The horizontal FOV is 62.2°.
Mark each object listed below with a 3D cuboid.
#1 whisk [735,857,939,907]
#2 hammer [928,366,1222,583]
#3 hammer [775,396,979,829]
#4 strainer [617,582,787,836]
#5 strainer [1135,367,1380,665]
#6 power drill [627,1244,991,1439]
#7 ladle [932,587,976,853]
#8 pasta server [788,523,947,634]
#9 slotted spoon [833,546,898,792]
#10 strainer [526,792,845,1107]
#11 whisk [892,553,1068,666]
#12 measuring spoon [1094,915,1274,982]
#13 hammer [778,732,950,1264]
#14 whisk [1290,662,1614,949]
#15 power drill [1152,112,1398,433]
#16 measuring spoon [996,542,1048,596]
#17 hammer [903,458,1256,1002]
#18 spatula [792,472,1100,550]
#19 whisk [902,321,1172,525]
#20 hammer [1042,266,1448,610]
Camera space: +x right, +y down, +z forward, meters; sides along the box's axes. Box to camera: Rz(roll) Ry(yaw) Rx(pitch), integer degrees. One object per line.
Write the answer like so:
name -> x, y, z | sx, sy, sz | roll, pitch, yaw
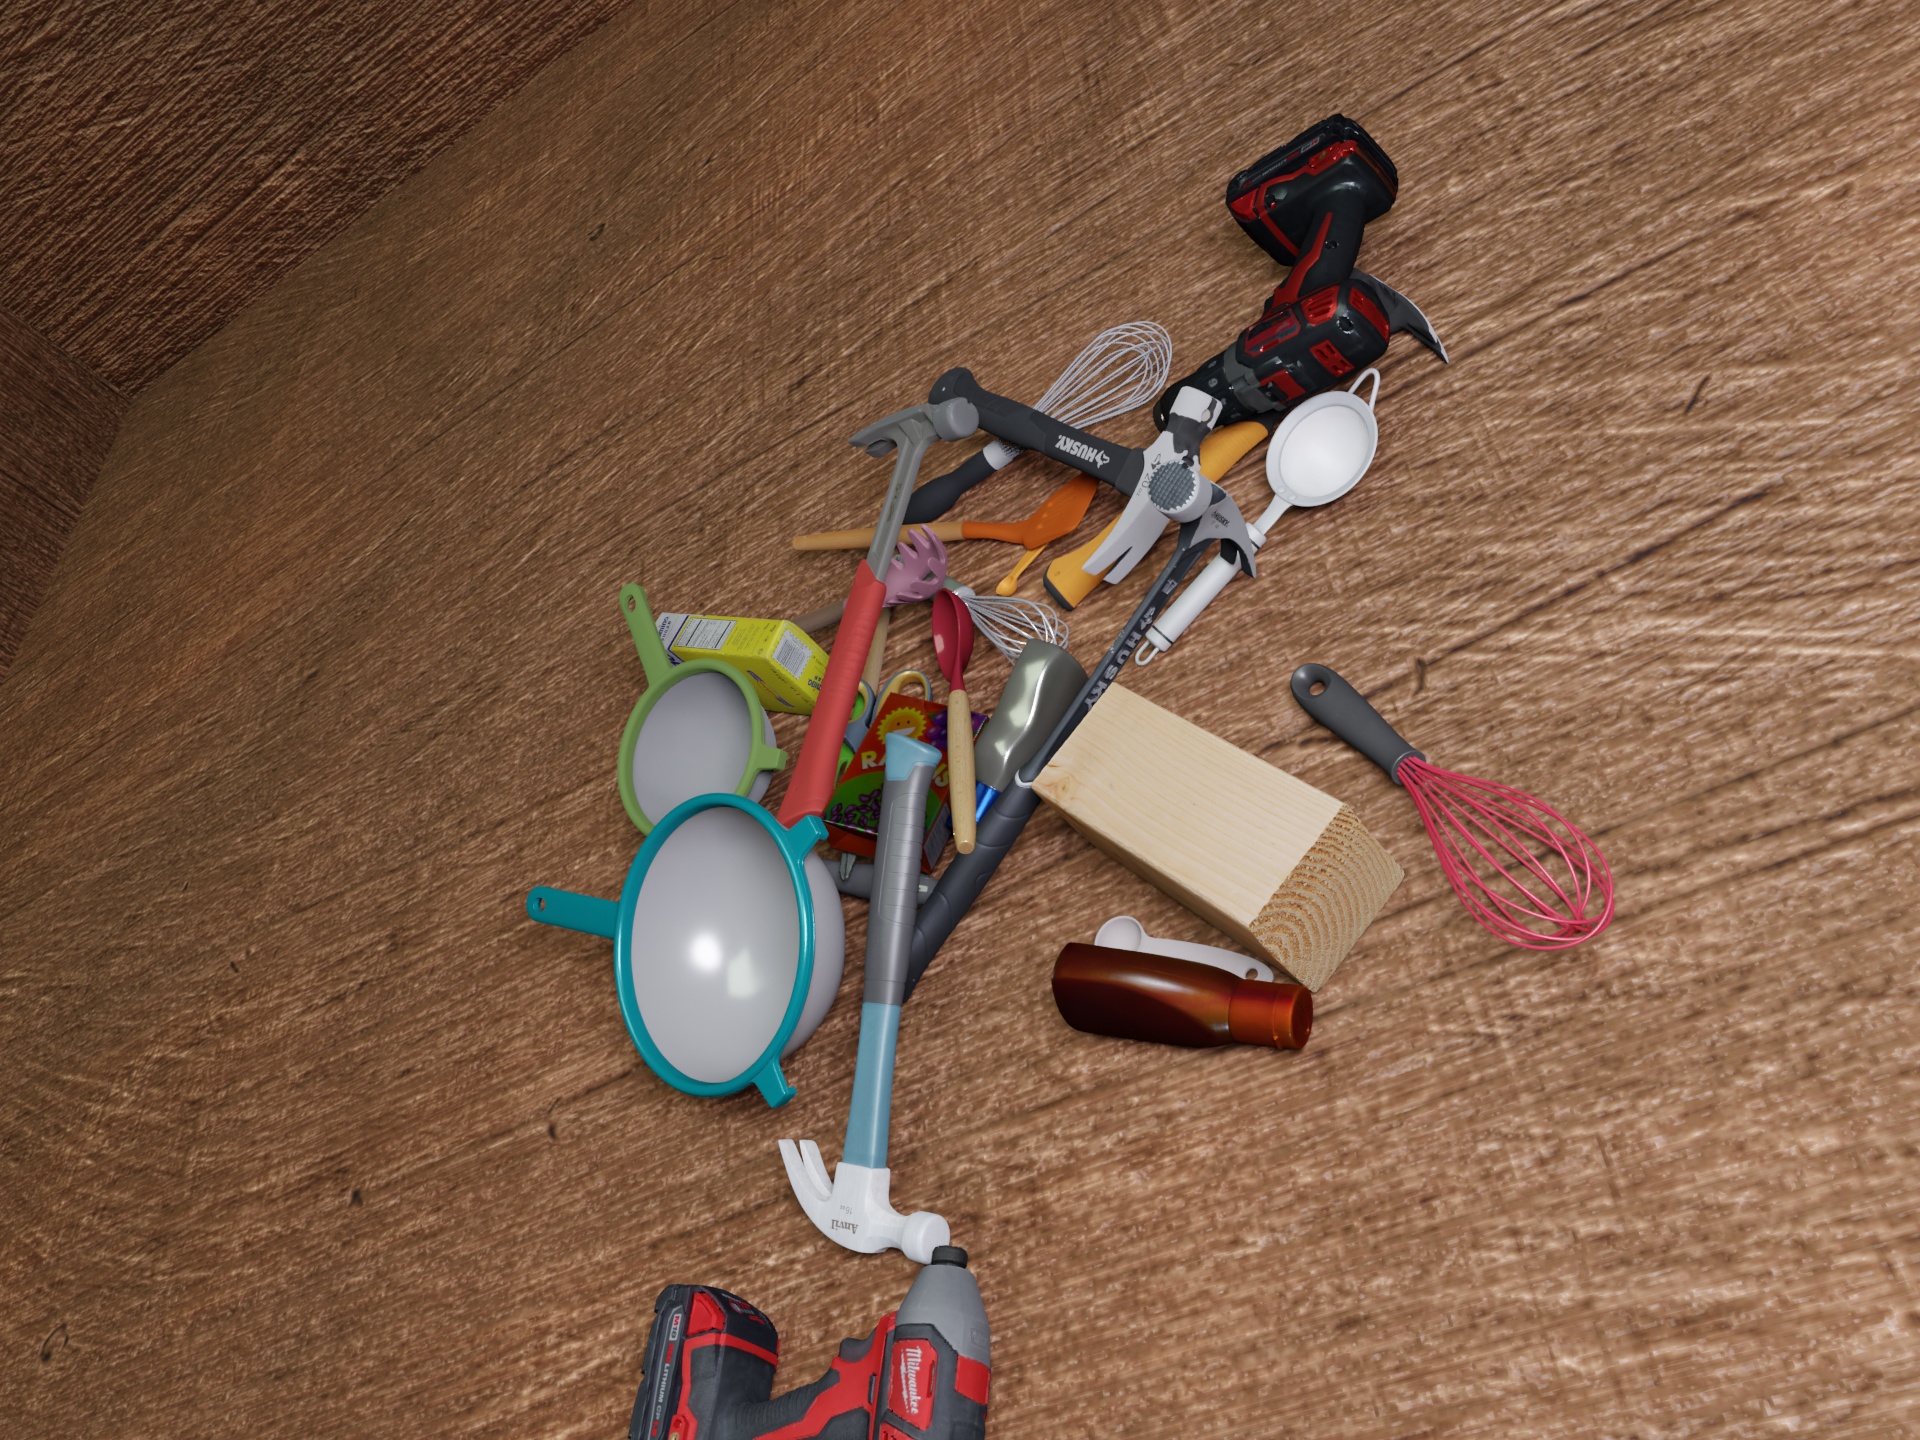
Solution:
whisk -> -0.105, 0.116, 1.196 | 0.239, 0.055, 0.055 | 5, 62, 38
hammer -> 0.064, -0.217, 1.239 | 0.335, 0.035, 0.146 | 36, 104, 52
hammer -> -0.082, -0.079, 1.231 | 0.149, 0.036, 0.359 | -7, 62, 53
strainer -> -0.219, -0.009, 1.302 | 0.151, 0.069, 0.257 | -39, 56, 19
strainer -> 0.212, -0.136, 1.122 | 0.258, 0.050, 0.087 | -48, 47, 8
power drill -> -0.081, 0.385, 0.932 | 0.220, 0.078, 0.143 | -14, 51, 29
ladle -> -0.002, -0.004, 1.099 | 0.031, 0.069, 0.316 | 3, 31, -4
pasta server -> -0.116, -0.092, 1.343 | 0.316, 0.040, 0.060 | -17, 55, 44
slotted spoon -> -0.077, -0.039, 1.307 | 0.070, 0.031, 0.314 | -9, 50, 20
strainer -> -0.196, 0.158, 1.185 | 0.340, 0.095, 0.211 | 3, 85, 44
whisk -> 0.007, -0.092, 1.264 | 0.058, 0.059, 0.247 | -20, 29, -25
measuring spoon -> 0.138, 0.148, 0.979 | 0.124, 0.018, 0.034 | 9, 64, 38
hammer -> -0.048, 0.170, 1.032 | 0.128, 0.033, 0.331 | -3, 75, 39
whisk -> 0.269, 0.037, 0.920 | 0.073, 0.073, 0.296 | -43, 34, 6
power drill -> 0.231, -0.315, 1.170 | 0.188, 0.080, 0.227 | -21, 44, 44
measuring spoon -> 0.070, -0.142, 1.276 | 0.117, 0.011, 0.021 | -49, 25, -7
hammer -> 0.062, 0.021, 1.066 | 0.036, 0.149, 0.409 | 39, 100, 30
spatula -> -0.019, -0.165, 1.333 | 0.323, 0.041, 0.081 | 0, 50, 35
whisk -> 0.057, -0.242, 1.336 | 0.284, 0.070, 0.070 | -31, 42, 25
hammer -> 0.200, -0.198, 1.186 | 0.337, 0.034, 0.127 | -41, 39, 8
